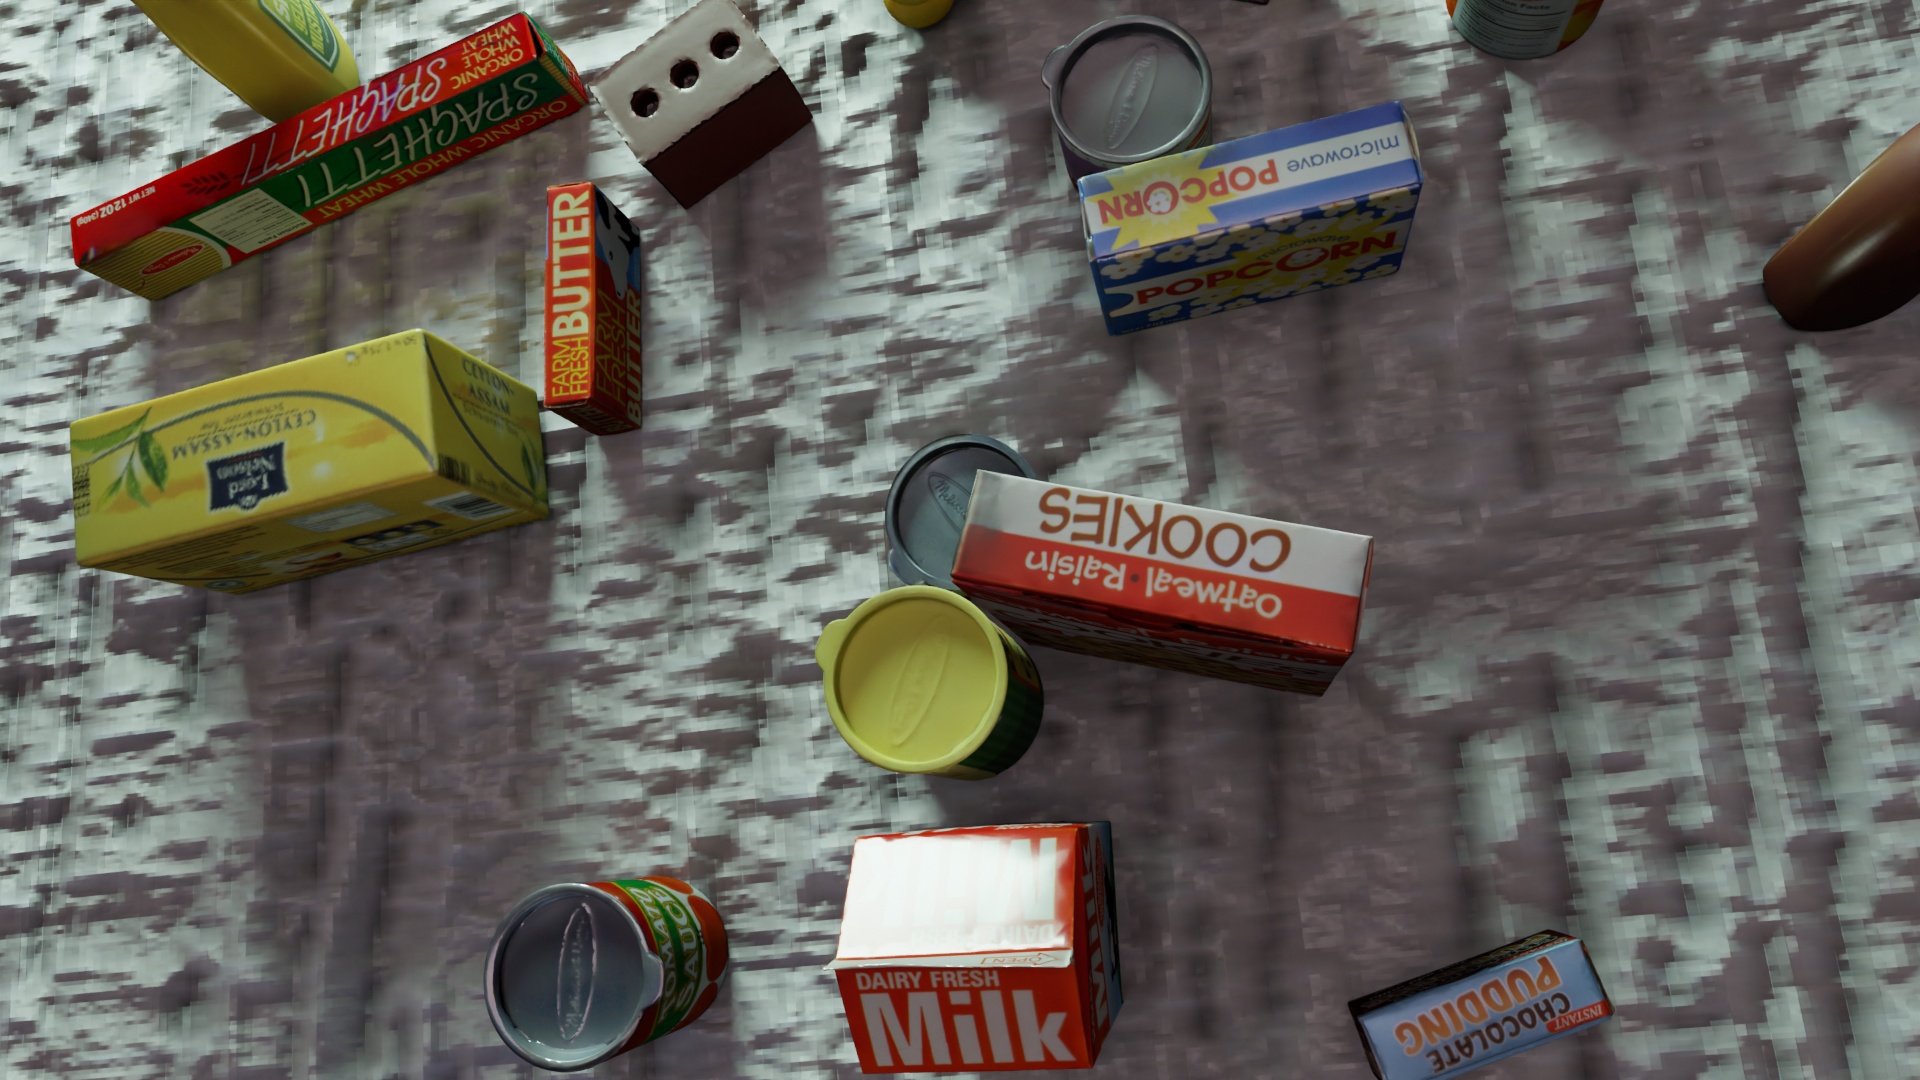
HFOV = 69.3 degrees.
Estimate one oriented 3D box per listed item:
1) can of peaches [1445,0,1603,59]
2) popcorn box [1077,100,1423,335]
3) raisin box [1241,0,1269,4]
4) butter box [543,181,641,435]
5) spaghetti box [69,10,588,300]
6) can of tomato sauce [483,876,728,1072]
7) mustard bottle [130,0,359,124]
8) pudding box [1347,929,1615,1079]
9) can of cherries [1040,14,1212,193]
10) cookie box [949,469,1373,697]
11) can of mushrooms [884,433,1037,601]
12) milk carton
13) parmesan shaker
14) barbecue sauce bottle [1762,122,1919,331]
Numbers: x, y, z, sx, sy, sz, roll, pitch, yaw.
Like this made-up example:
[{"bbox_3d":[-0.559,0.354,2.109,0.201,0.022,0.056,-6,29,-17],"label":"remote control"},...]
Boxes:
[{"bbox_3d":[0.239,-0.244,0.573,0.071,0.058,0.071,-2,78,11],"label":"can of peaches"},{"bbox_3d":[0.115,-0.126,0.559,0.127,0.085,0.038,-12,77,8],"label":"popcorn box"},{"bbox_3d":[0.094,-0.280,0.575,0.086,0.123,0.040,17,83,14],"label":"raisin box"},{"bbox_3d":[-0.165,-0.103,0.624,0.024,0.053,0.103,-5,78,10],"label":"butter box"},{"bbox_3d":[-0.302,-0.182,0.669,0.250,0.050,0.029,-22,76,6],"label":"spaghetti box"},{"bbox_3d":[-0.135,0.167,0.548,0.071,0.083,0.071,-2,79,11],"label":"can of tomato sauce"},{"bbox_3d":[-0.340,-0.248,0.633,0.049,0.160,0.065,-25,76,6],"label":"mustard bottle"},{"bbox_3d":[0.186,0.170,0.503,0.084,0.049,0.030,-22,76,6],"label":"pudding box"},{"bbox_3d":[0.072,-0.180,0.592,0.071,0.058,0.071,-2,78,11],"label":"can of cherries"},{"bbox_3d":[0.074,0.022,0.494,0.123,0.167,0.040,10,81,13],"label":"cookie box"},{"bbox_3d":[0.002,-0.007,0.583,0.071,0.033,0.071,-2,78,11],"label":"can of mushrooms"},{"bbox_3d":[0.012,0.134,0.471,0.072,0.190,0.073,-5,78,10],"label":"milk carton"},{"bbox_3d":[-0.009,0.057,0.536,0.071,0.103,0.071,-2,79,11],"label":"parmesan shaker"},{"bbox_3d":[0.338,-0.119,0.482,0.065,0.148,0.044,-22,76,6],"label":"barbecue sauce bottle"}]
